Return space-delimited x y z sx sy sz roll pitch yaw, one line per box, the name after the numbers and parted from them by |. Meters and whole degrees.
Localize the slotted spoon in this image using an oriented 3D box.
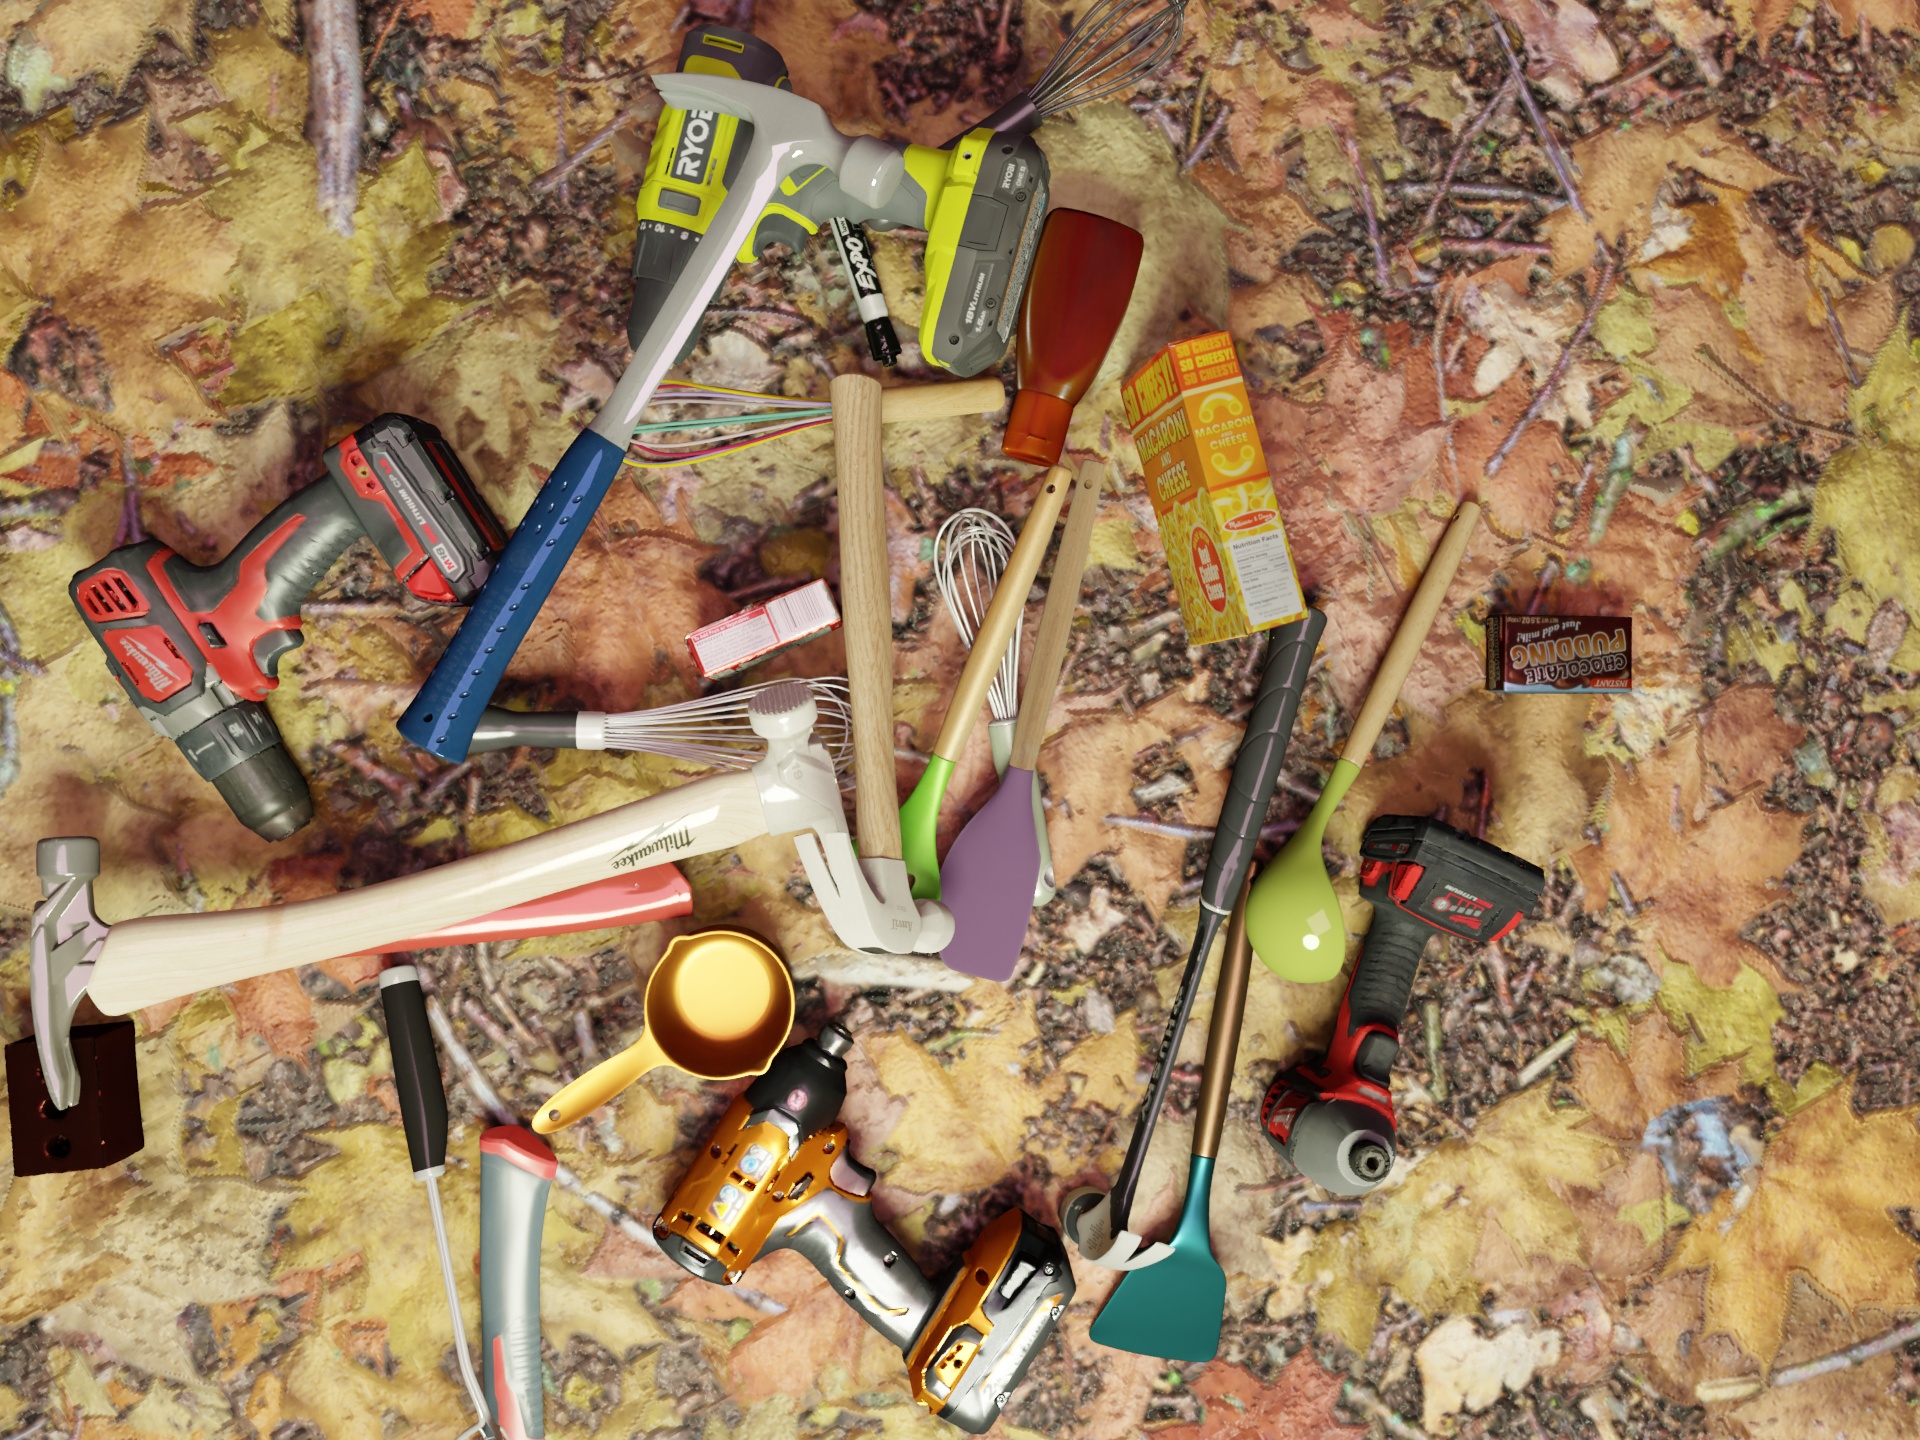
-0.001 -0.003 0.935 0.070 0.031 0.313 25 101 14 | slotted spoon

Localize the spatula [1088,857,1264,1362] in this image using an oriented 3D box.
0.151 0.241 0.987 0.082 0.044 0.317 12 85 -5 | spatula

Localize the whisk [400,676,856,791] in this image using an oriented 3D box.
-0.183 0.008 0.932 0.284 0.070 0.070 1 91 -5 | whisk

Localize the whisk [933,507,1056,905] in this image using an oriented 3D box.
0.026 -0.007 0.967 0.059 0.058 0.246 -8 95 30 | whisk

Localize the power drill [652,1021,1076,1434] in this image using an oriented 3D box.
-0.046 0.295 0.945 0.226 0.084 0.164 33 88 0 | power drill

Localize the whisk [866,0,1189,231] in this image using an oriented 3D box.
0.040 -0.371 0.962 0.239 0.055 0.055 -36 93 1 | whisk

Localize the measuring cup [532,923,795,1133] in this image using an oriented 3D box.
-0.177 0.188 0.948 0.173 0.052 0.095 -34 93 -1 | measuring cup

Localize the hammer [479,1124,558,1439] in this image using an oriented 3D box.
-0.282 0.438 0.949 0.143 0.038 0.386 -2 91 -3 | hammer

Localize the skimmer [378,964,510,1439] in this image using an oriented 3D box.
-0.316 0.322 0.892 0.090 0.127 0.363 -5 75 -37 | skimmer

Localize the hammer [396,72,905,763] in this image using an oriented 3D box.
-0.192 -0.165 0.864 0.144 0.035 0.405 30 89 9 | hammer

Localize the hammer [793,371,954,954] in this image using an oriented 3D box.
-0.052 -0.036 0.892 0.031 0.130 0.331 -8 79 23 | hammer

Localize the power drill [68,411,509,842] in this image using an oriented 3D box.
-0.370 -0.054 0.919 0.226 0.080 0.188 -30 100 1 | power drill

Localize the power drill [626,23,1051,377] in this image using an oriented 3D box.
-0.078 -0.278 0.920 0.228 0.080 0.190 17 95 7 | power drill

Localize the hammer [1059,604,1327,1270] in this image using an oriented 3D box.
0.146 0.124 0.942 0.036 0.149 0.409 19 82 -4 | hammer

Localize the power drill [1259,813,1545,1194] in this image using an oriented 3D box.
0.251 0.170 0.934 0.078 0.143 0.220 25 86 -2 | power drill

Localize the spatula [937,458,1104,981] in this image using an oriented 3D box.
0.039 0.002 0.937 0.060 0.018 0.316 15 99 7 | spatula

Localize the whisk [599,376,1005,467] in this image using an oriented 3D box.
-0.094 -0.188 0.954 0.245 0.051 0.047 -7 86 -7 | whisk

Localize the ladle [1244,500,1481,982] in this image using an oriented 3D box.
0.258 0.010 0.972 0.062 0.078 0.320 31 79 -14 | ladle

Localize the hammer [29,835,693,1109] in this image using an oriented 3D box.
-0.335 0.126 0.916 0.359 0.037 0.149 -5 85 -12 | hammer

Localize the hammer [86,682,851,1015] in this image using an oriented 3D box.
-0.264 0.099 0.882 0.410 0.038 0.146 -15 118 -6 | hammer
